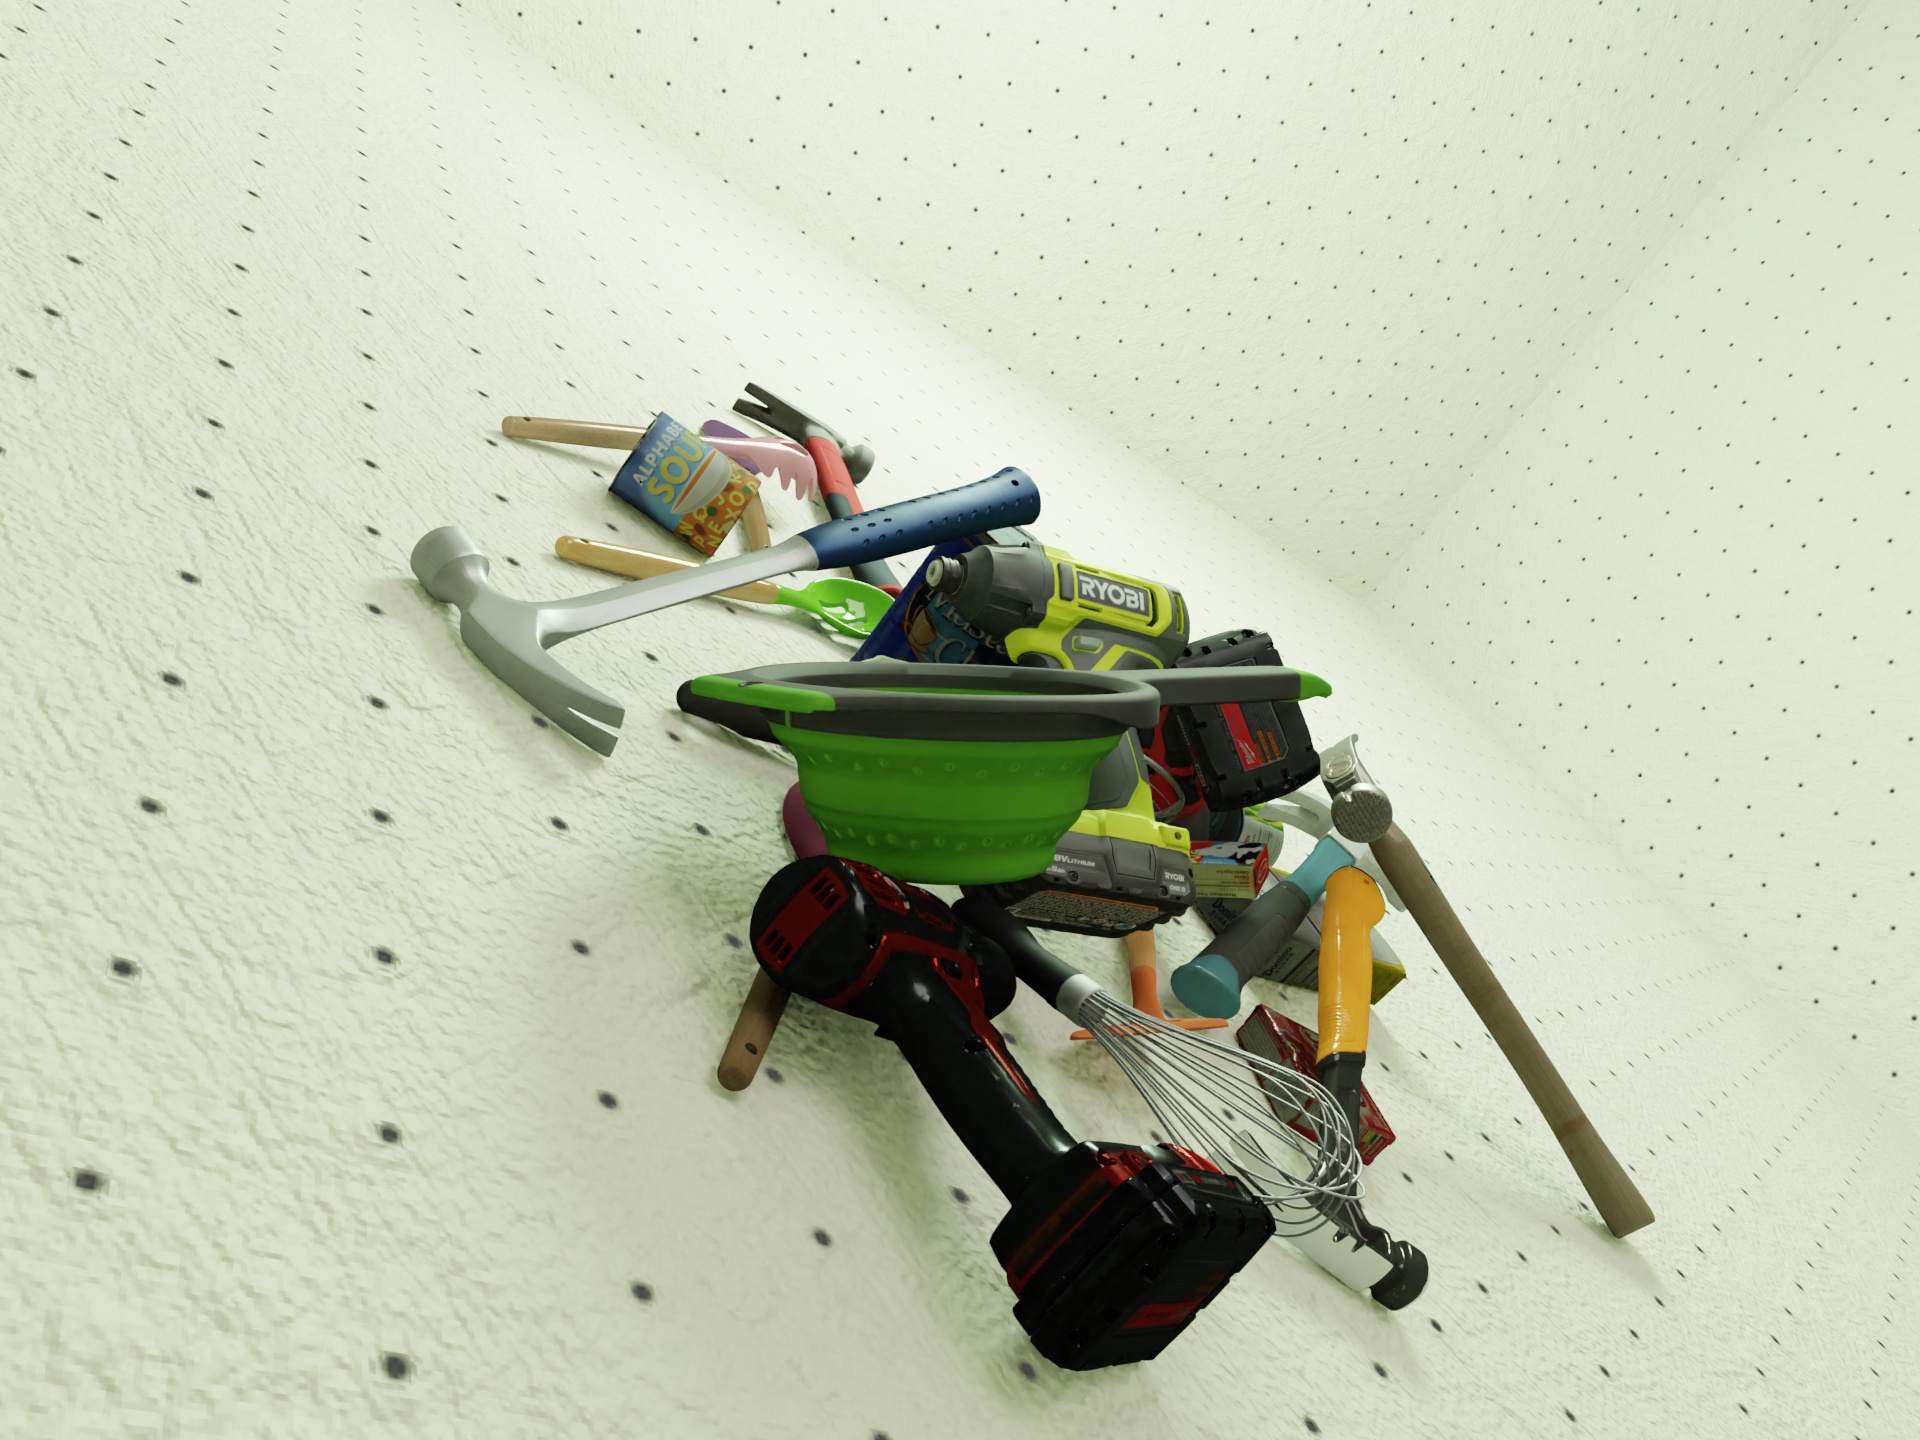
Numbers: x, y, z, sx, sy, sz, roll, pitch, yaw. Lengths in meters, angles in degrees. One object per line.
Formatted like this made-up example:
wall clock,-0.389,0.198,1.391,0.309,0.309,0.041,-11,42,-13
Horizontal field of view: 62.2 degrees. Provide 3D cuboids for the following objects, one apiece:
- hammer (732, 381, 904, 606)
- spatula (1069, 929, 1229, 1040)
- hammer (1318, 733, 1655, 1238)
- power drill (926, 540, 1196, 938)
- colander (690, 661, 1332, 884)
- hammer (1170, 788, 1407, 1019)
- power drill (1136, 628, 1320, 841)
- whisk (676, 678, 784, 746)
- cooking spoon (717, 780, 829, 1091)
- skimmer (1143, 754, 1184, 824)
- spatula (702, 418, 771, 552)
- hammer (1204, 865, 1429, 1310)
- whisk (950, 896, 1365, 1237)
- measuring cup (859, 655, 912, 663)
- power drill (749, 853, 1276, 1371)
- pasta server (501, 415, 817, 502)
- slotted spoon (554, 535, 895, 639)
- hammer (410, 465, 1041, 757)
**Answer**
hammer,-0.111,-0.186,1.361,0.143,0.038,0.387,27,20,-26
spatula,0.109,0.136,0.953,0.081,0.041,0.323,-6,14,6
hammer,0.370,0.192,1.118,0.410,0.038,0.146,55,15,-10
power drill,0.059,0.005,0.934,0.171,0.080,0.223,12,62,-28
colander,0.055,0.022,0.818,0.397,0.094,0.205,-3,8,-39
hammer,0.224,0.127,1.084,0.128,0.033,0.331,44,30,13
power drill,0.169,0.026,1.140,0.219,0.078,0.143,129,-58,-73
whisk,-0.035,0.024,0.943,0.295,0.073,0.073,19,25,-32
cooking spoon,-0.073,0.089,0.759,0.068,0.017,0.319,38,17,-7
skimmer,0.076,-0.019,1.208,0.127,0.090,0.364,32,18,-20
spatula,-0.173,-0.187,1.272,0.059,0.018,0.316,24,20,-24
hammer,0.219,0.183,0.940,0.127,0.034,0.337,38,31,-6
whisk,0.078,0.149,0.761,0.070,0.070,0.285,22,6,-42
measuring cup,-0.002,-0.003,1.038,0.167,0.038,0.083,2,32,-35
power drill,0.024,0.155,0.675,0.227,0.080,0.187,45,6,31
pasta server,-0.212,-0.199,1.181,0.060,0.040,0.316,39,25,26
slotted spoon,-0.146,-0.090,1.064,0.070,0.031,0.313,47,21,29
hammer,-0.094,-0.089,0.906,0.405,0.035,0.144,-22,61,-43
